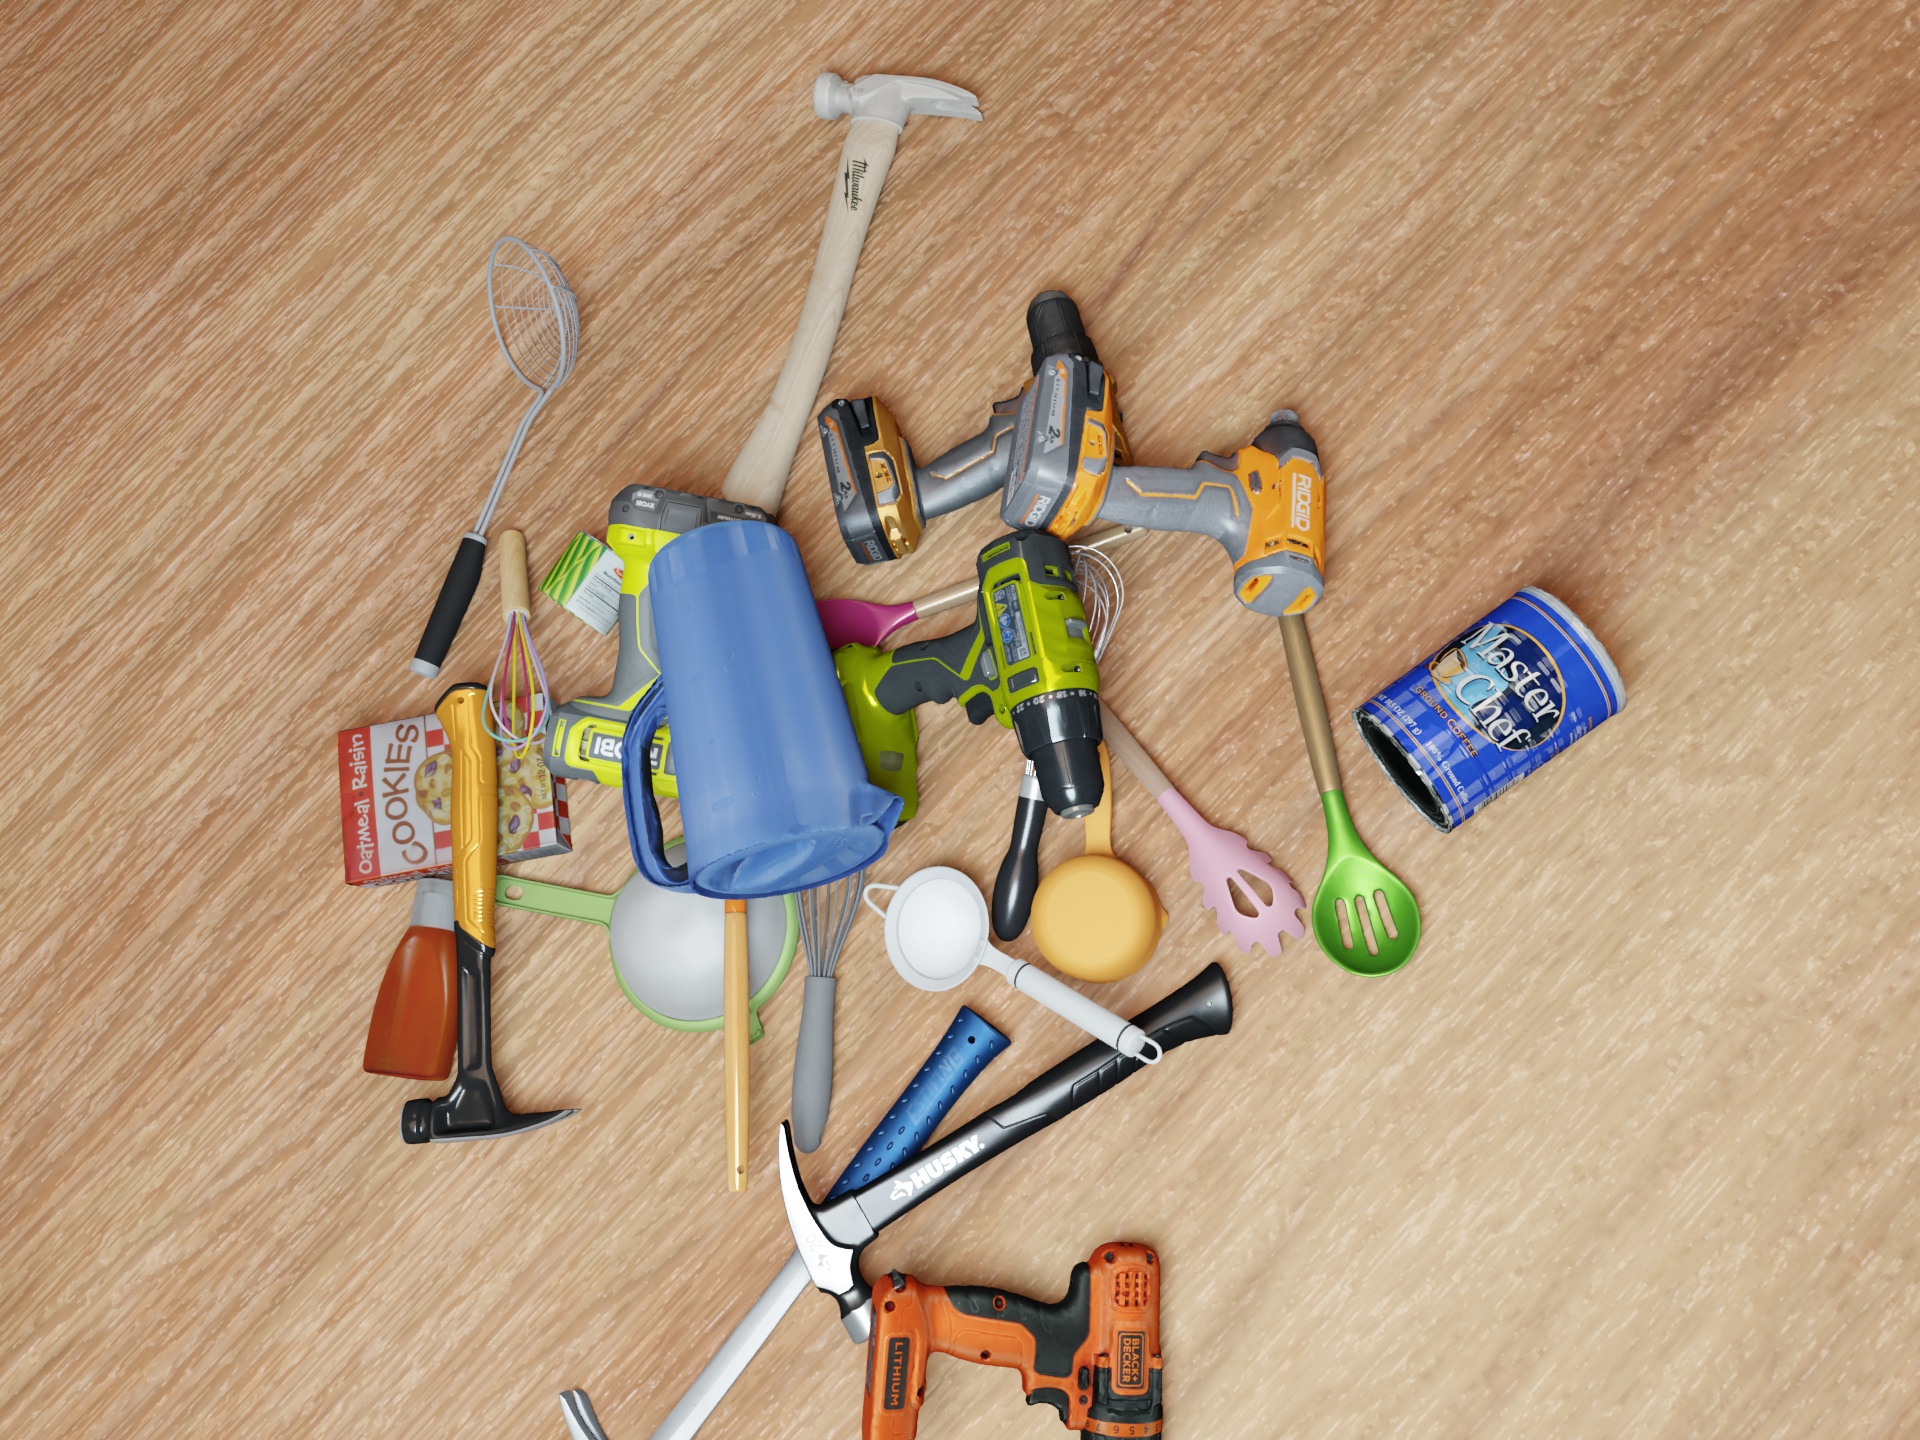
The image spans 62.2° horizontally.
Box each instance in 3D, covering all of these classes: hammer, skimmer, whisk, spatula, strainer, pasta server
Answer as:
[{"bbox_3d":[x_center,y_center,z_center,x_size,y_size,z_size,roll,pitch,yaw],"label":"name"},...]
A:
[{"bbox_3d":[-0.351,0.135,1.172,0.127,0.034,0.337,-7,77,7],"label":"hammer"},{"bbox_3d":[-0.404,-0.217,1.313,0.127,0.090,0.363,7,75,50],"label":"skimmer"},{"bbox_3d":[-0.101,0.185,1.134,0.055,0.055,0.239,1,78,15],"label":"whisk"},{"bbox_3d":[-0.158,0.160,1.107,0.081,0.041,0.323,4,75,-24],"label":"spatula"},{"bbox_3d":[0.035,0.258,1.053,0.335,0.035,0.146,-31,82,-5],"label":"hammer"},{"bbox_3d":[-0.248,0.140,1.170,0.256,0.069,0.151,8,75,15],"label":"strainer"},{"bbox_3d":[0.131,0.035,1.130,0.060,0.040,0.316,-39,64,0],"label":"pasta server"},{"bbox_3d":[0.035,0.169,1.073,0.259,0.050,0.087,26,95,40],"label":"strainer"},{"bbox_3d":[-0.101,-0.348,1.305,0.146,0.038,0.411,12,77,16],"label":"hammer"},{"bbox_3d":[-0.110,0.364,1.081,0.144,0.035,0.405,36,84,21],"label":"hammer"},{"bbox_3d":[0.061,0.016,1.122,0.070,0.070,0.284,11,89,17],"label":"whisk"},{"bbox_3d":[-0.348,-0.064,1.243,0.051,0.047,0.245,-11,48,-8],"label":"whisk"}]

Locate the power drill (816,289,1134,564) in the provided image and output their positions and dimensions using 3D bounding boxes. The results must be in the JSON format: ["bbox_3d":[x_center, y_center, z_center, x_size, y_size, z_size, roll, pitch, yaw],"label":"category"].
[{"bbox_3d":[0.010,-0.226,1.215,0.226,0.084,0.185,-14,70,5],"label":"power drill"}]

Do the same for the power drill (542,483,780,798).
[{"bbox_3d":[-0.207,-0.053,1.199,0.171,0.080,0.223,11,87,-1],"label":"power drill"}]

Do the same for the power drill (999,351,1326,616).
[{"bbox_3d":[0.151,-0.176,1.117,0.226,0.084,0.164,16,60,-11],"label":"power drill"}]

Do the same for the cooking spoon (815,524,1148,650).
[{"bbox_3d":[-0.010,-0.092,1.209,0.319,0.017,0.069,-20,73,8],"label":"cooking spoon"}]

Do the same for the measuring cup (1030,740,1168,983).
[{"bbox_3d":[0.091,0.094,1.095,0.095,0.052,0.174,-3,81,14],"label":"measuring cup"}]

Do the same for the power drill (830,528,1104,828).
[{"bbox_3d":[-0.002,-0.003,1.095,0.228,0.080,0.191,-23,70,36],"label":"power drill"}]

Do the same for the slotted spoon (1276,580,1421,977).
[{"bbox_3d":[0.253,0.026,1.100,0.070,0.031,0.314,-13,68,10],"label":"slotted spoon"}]
